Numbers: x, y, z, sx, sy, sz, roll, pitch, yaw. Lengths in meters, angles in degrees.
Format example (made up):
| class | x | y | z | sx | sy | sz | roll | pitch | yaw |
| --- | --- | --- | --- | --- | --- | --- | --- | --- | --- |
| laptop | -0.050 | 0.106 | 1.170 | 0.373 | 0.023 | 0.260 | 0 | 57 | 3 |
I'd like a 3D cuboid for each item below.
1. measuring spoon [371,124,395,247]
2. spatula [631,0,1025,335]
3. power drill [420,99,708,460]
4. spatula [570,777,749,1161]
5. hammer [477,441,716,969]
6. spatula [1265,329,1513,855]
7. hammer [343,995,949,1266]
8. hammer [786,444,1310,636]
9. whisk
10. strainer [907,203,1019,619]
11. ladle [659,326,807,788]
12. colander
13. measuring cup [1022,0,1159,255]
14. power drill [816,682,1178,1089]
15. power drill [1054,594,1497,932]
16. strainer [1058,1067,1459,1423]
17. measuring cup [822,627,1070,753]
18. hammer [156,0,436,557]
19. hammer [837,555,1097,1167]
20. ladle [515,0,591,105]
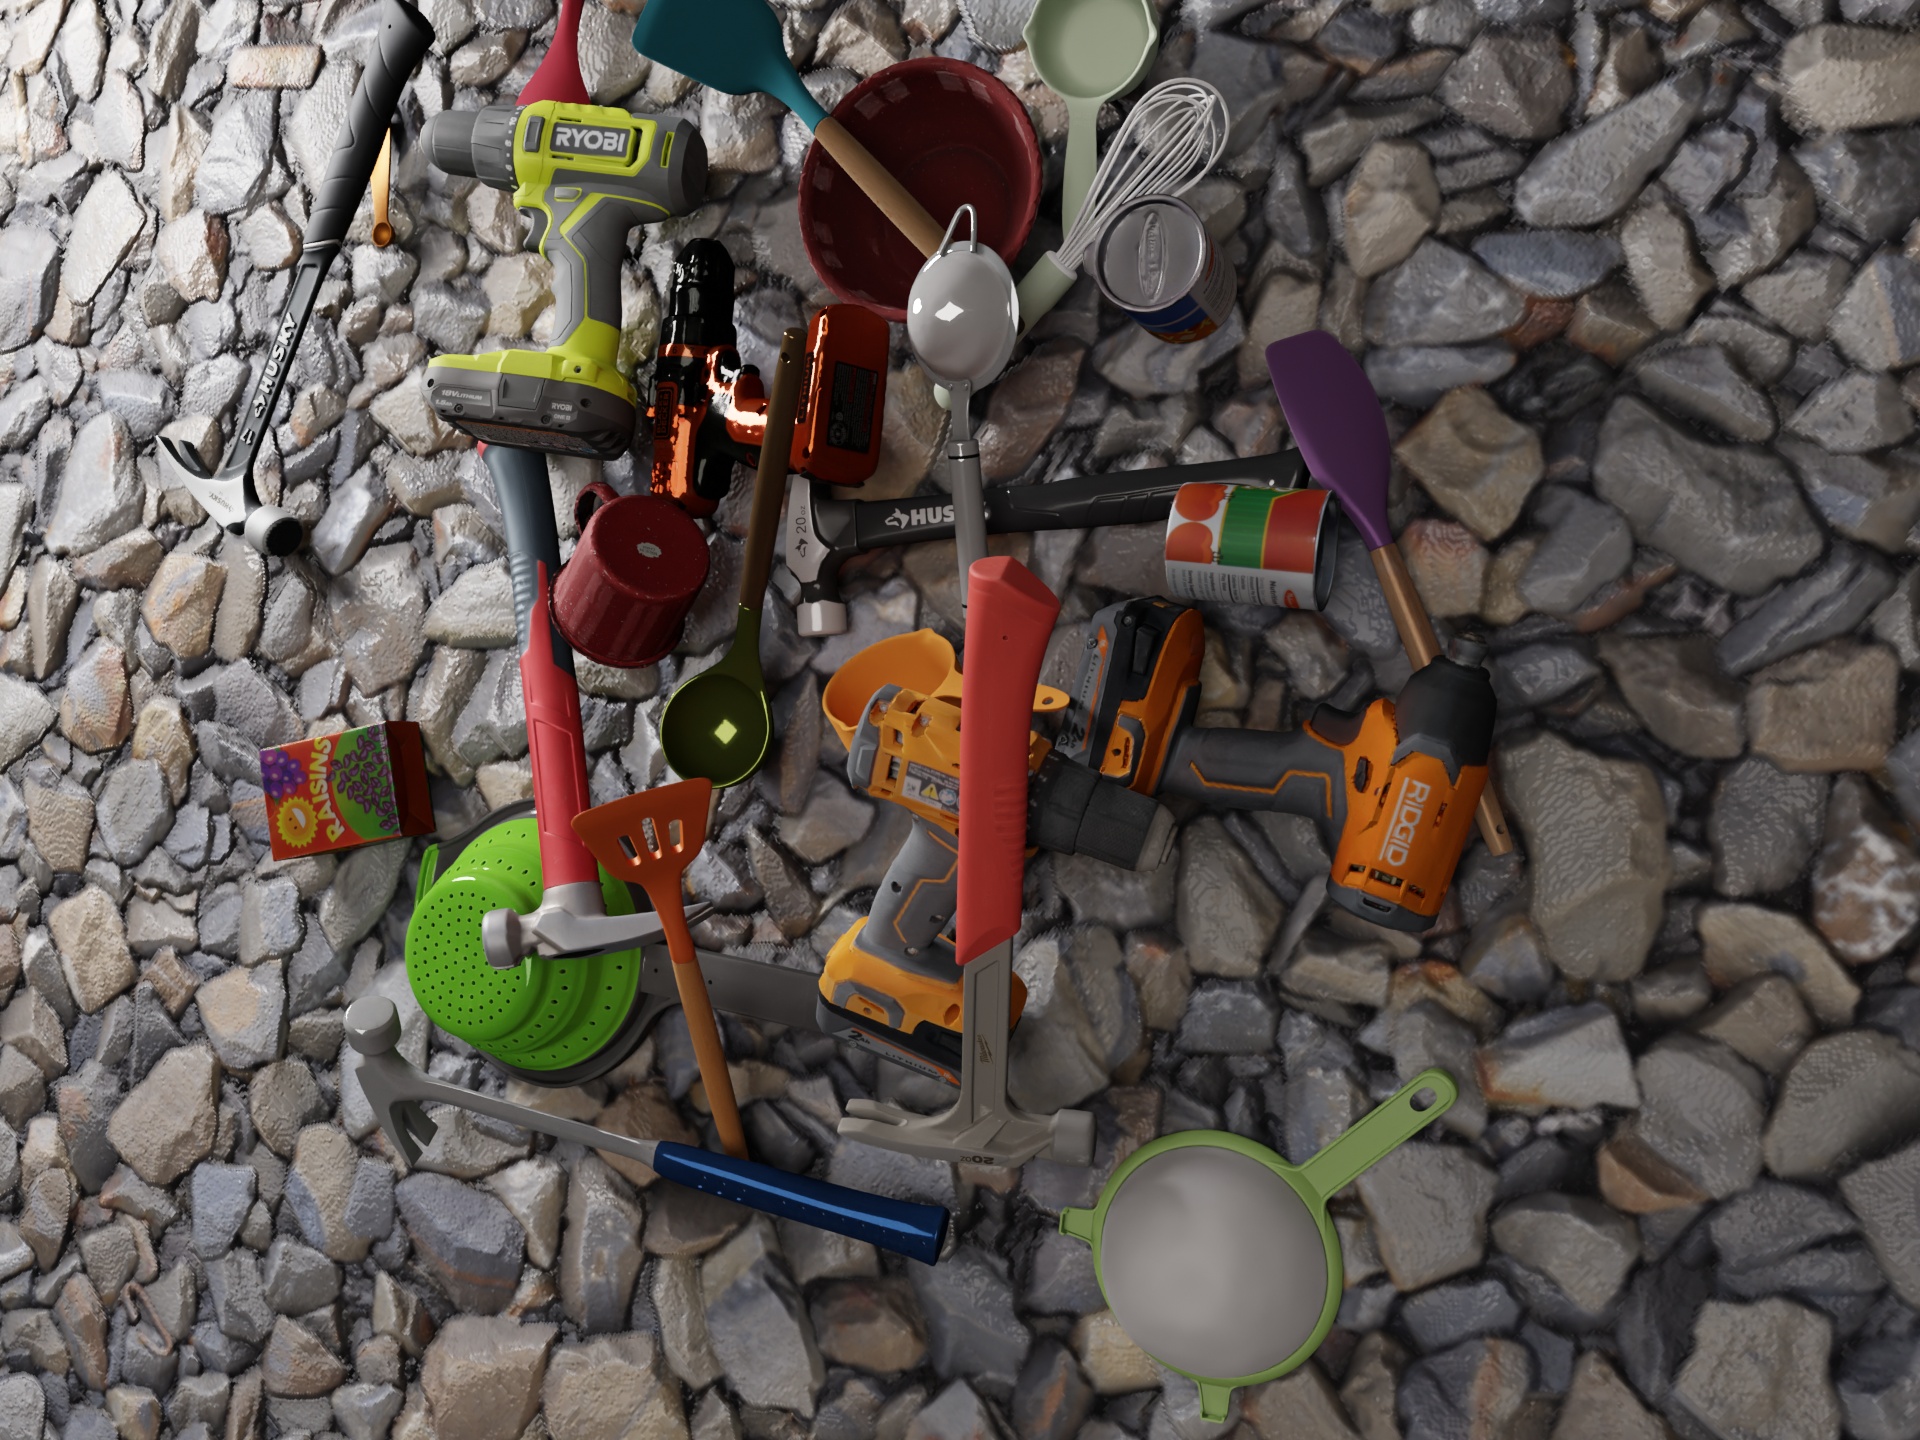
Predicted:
| class | x | y | z | sx | sy | sz | roll | pitch | yaw |
| --- | --- | --- | --- | --- | --- | --- | --- | --- | --- |
| measuring spoon | -0.426 | -0.407 | 1.179 | 0.021 | 0.011 | 0.117 | -5 | 84 | 27 |
| spatula | -0.073 | -0.341 | 0.958 | 0.318 | 0.044 | 0.082 | 48 | 118 | 13 |
| power drill | -0.281 | -0.300 | 1.058 | 0.190 | 0.080 | 0.228 | 9 | 85 | 8 |
| spatula | -0.164 | 0.170 | 0.977 | 0.081 | 0.041 | 0.322 | -16 | 121 | -14 |
| hammer | -0.259 | -0.035 | 1.059 | 0.143 | 0.038 | 0.387 | -9 | 72 | -6 |
| spatula | 0.249 | -0.074 | 0.898 | 0.060 | 0.018 | 0.316 | -18 | 85 | -15 |
| hammer | -0.206 | 0.283 | 1.035 | 0.405 | 0.035 | 0.144 | 13 | 131 | 10 |
| hammer | 0.046 | -0.136 | 0.975 | 0.335 | 0.035 | 0.146 | -3 | 89 | 22 |
| whisk | 0.067 | -0.279 | 0.955 | 0.059 | 0.058 | 0.246 | 33 | 117 | -24 |
| strainer | 0.001 | -0.167 | 0.933 | 0.087 | 0.050 | 0.258 | 9 | 112 | 42 |
| ladle | -0.131 | -0.088 | 0.965 | 0.078 | 0.062 | 0.320 | 29 | 130 | 16 |
| colander | -0.231 | 0.166 | 1.052 | 0.397 | 0.094 | 0.204 | 8 | 93 | 22 |
| measuring cup | 0.080 | -0.367 | 0.968 | 0.083 | 0.038 | 0.167 | 9 | 110 | 20 |
| power drill | 0.015 | 0.104 | 0.920 | 0.185 | 0.084 | 0.226 | 19 | 121 | 11 |
| power drill | 0.179 | 0.003 | 0.887 | 0.226 | 0.084 | 0.164 | 21 | 106 | 20 |
| strainer | 0.177 | 0.284 | 0.903 | 0.256 | 0.069 | 0.151 | -44 | 75 | 18 |
| measuring cup | -0.002 | -0.003 | 0.955 | 0.174 | 0.095 | 0.052 | 8 | 137 | 36 |
| hammer | -0.482 | -0.334 | 1.178 | 0.149 | 0.036 | 0.409 | 31 | 102 | 23 |
| hammer | 0.007 | 0.087 | 0.852 | 0.149 | 0.037 | 0.358 | 5 | 115 | 9 |
| ladle | -0.260 | -0.528 | 1.104 | 0.069 | 0.031 | 0.315 | 14 | 93 | 19 |
